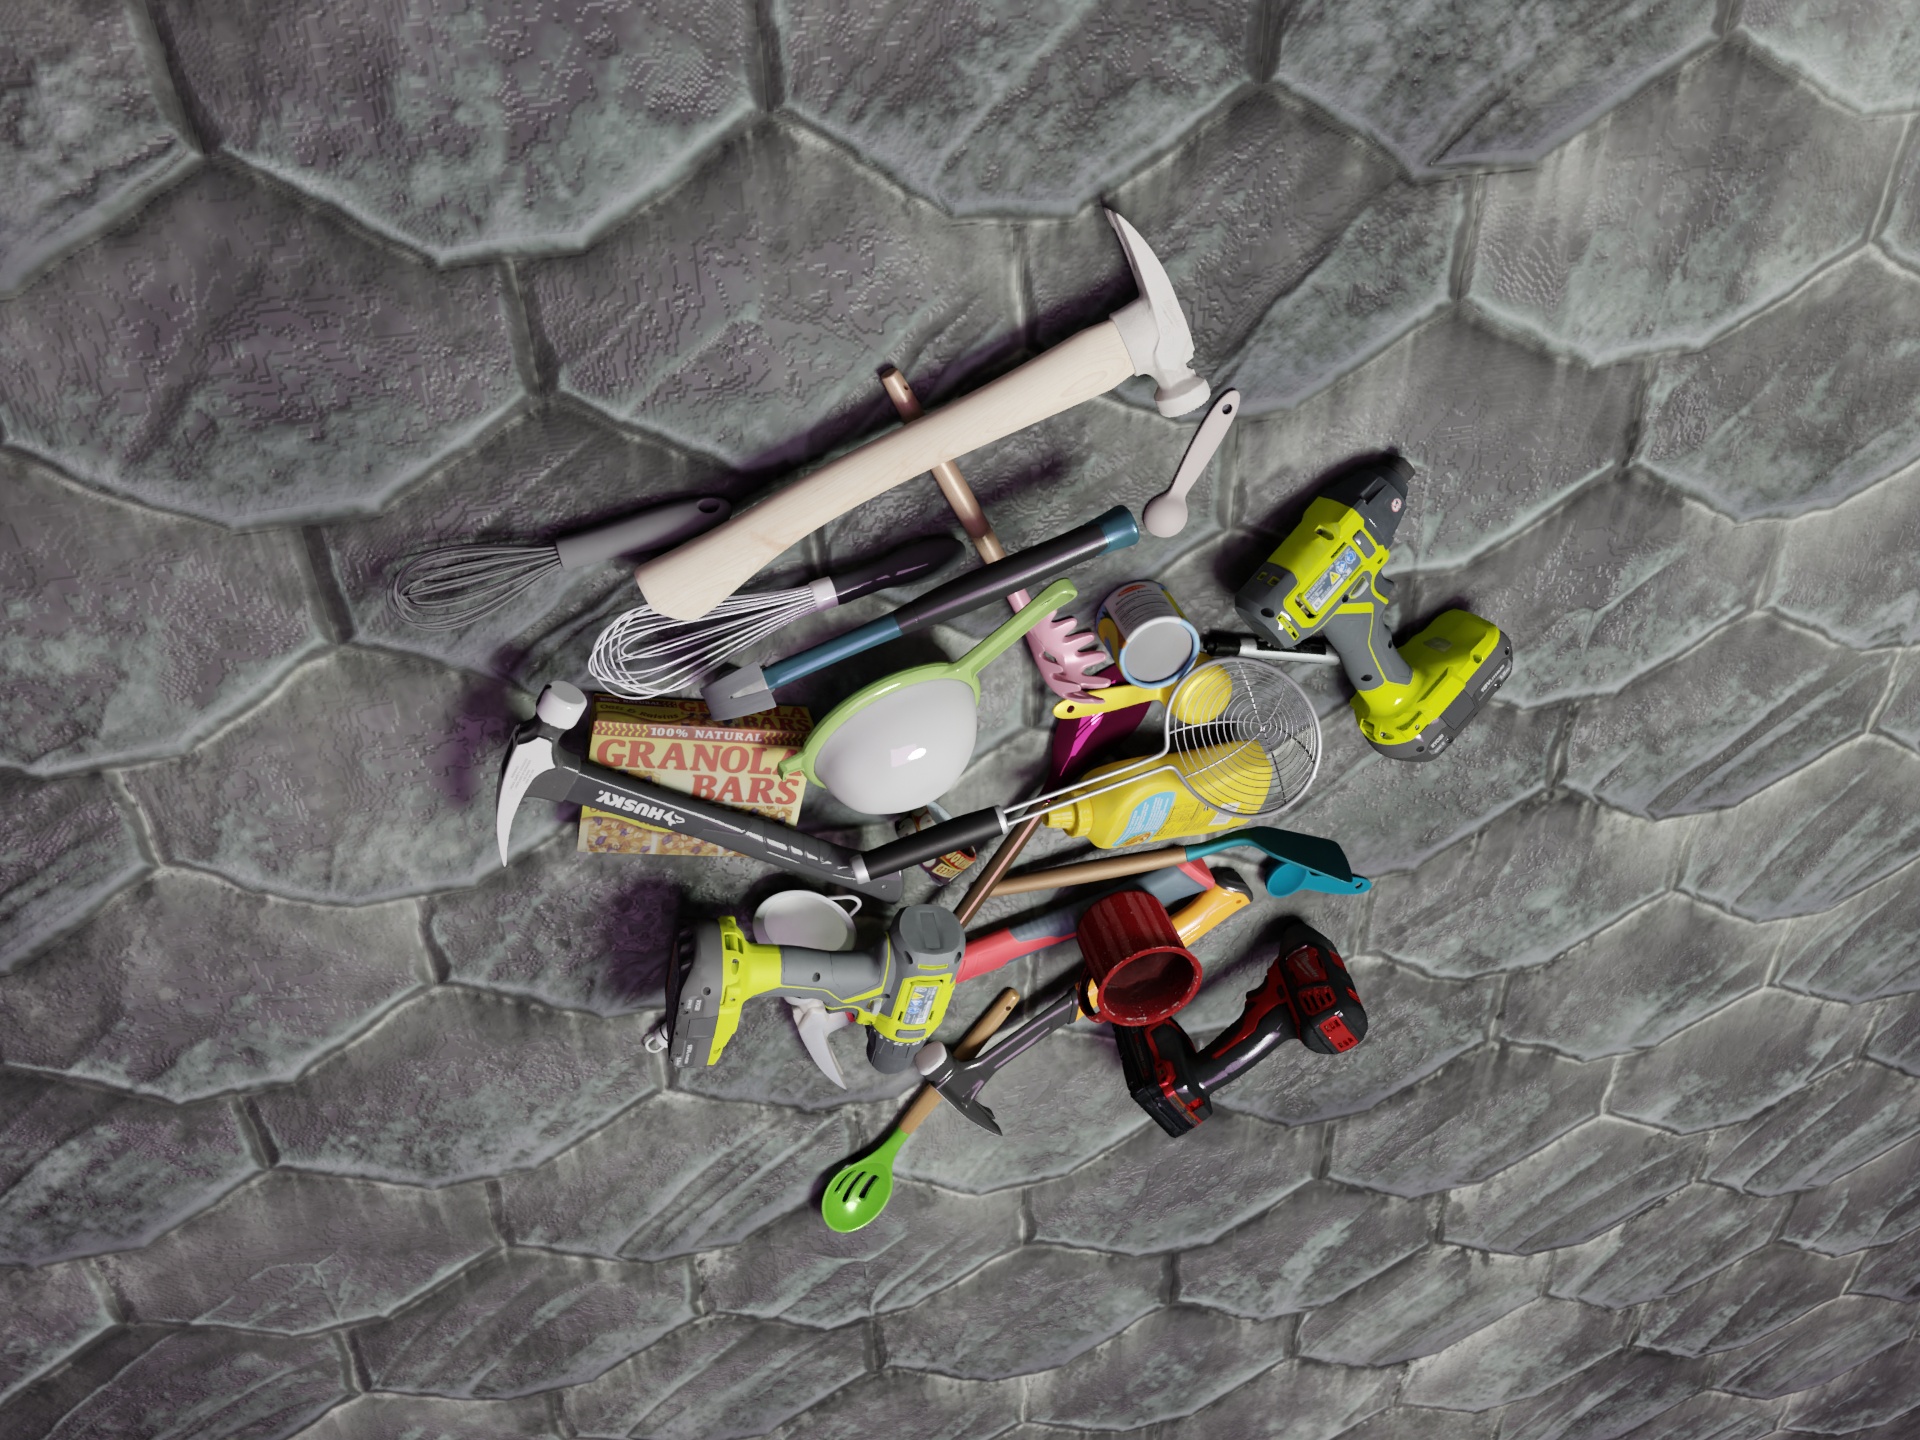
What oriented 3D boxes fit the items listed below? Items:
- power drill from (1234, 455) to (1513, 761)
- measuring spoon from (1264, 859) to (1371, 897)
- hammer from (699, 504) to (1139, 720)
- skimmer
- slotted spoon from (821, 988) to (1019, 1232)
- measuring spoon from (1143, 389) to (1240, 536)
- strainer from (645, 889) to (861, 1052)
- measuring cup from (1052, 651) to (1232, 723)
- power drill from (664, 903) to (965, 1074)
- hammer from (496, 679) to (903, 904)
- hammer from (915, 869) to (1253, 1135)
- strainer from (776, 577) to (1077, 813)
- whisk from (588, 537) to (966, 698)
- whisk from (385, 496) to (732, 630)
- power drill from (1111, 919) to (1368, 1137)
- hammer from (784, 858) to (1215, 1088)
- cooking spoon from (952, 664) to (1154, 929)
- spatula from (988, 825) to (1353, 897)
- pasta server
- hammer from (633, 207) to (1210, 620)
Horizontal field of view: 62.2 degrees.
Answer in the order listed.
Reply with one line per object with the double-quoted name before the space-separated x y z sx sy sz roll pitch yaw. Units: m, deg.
"power drill" 0.336 -0.085 1.256 0.171 0.080 0.223 -48 122 -2
"measuring spoon" 0.328 0.144 1.462 0.128 0.021 0.042 9 121 -32
"hammer" -0.031 -0.075 1.122 0.331 0.128 0.033 -23 97 4
"skimmer" 0.090 0.056 1.202 0.363 0.090 0.127 -19 93 -3
"slotted spoon" -0.036 0.368 1.502 0.070 0.031 0.313 24 112 -29
"measuring spoon" 0.176 -0.188 1.180 0.034 0.018 0.124 15 118 -25
"strainer" -0.178 0.208 1.340 0.258 0.050 0.086 -39 113 19
"measuring cup" 0.148 -0.015 1.270 0.156 0.029 0.062 -11 123 -22
"power drill" -0.121 0.228 1.294 0.228 0.080 0.190 2 135 -16
"hammer" -0.187 0.084 1.202 0.334 0.035 0.146 21 116 -28
"hammer" 0.125 0.250 1.447 0.337 0.034 0.127 -36 127 5
"strainer" -0.002 -0.004 1.173 0.256 0.069 0.151 -39 154 23
"whisk" -0.129 -0.080 1.146 0.284 0.070 0.070 -19 127 -9
"whisk" -0.271 -0.112 1.086 0.239 0.055 0.055 -17 127 -9
"power drill" 0.256 0.275 1.459 0.219 0.143 0.078 -32 123 15
"hammer" 0.042 0.210 1.407 0.386 0.038 0.143 -20 128 -2
"cooking spoon" 0.057 0.085 1.315 0.068 0.017 0.319 28 105 -31
"spatula" 0.168 0.128 1.353 0.317 0.082 0.044 -10 110 7
"pasta server" 0.028 -0.128 1.167 0.040 0.060 0.315 -11 130 29
"hammer" -0.038 -0.191 1.078 0.410 0.038 0.146 -28 116 0
